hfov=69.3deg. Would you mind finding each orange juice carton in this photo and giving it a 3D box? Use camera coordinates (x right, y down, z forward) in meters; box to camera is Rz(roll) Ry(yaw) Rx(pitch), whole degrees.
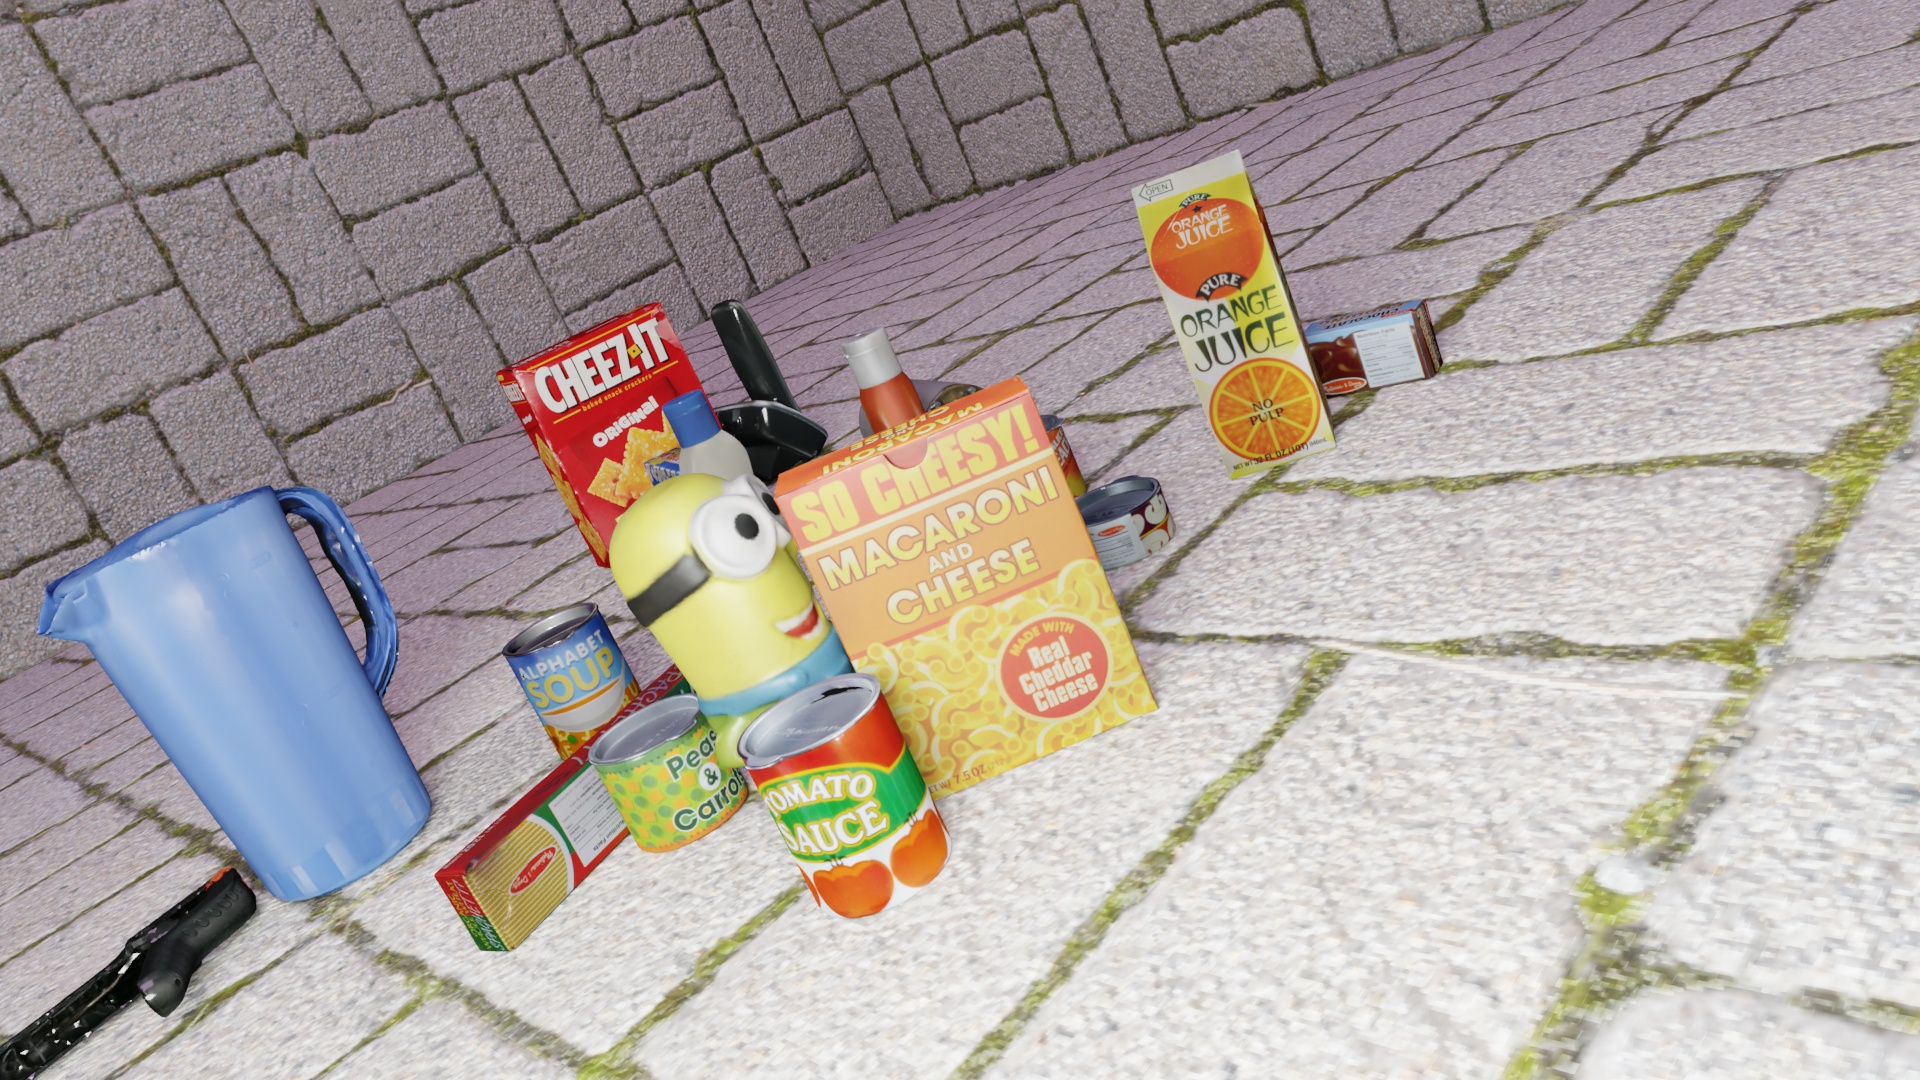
[{"bbox_3d":[0.174,-0.145,0.882,0.072,0.192,0.073,-18,18,18],"label":"orange juice carton"}]

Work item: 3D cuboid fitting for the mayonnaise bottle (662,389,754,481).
[{"bbox_3d":[-0.201,-0.052,1.160,0.065,0.147,0.041,-33,19,-28],"label":"mayonnaise bottle"}]

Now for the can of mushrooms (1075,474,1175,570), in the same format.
[{"bbox_3d":[0.097,-0.012,0.853,0.071,0.033,0.071,-21,17,7],"label":"can of mushrooms"}]

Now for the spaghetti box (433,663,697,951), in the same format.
[{"bbox_3d":[-0.186,0.127,0.777,0.028,0.050,0.251,-12,21,33],"label":"spaghetti box"}]

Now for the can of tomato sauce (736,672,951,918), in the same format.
[{"bbox_3d":[-0.049,0.110,0.598,0.071,0.083,0.071,-21,17,7],"label":"can of tomato sauce"}]

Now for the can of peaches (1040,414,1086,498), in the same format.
[{"bbox_3d":[0.052,-0.050,0.983,0.071,0.058,0.071,-21,17,7],"label":"can of peaches"}]

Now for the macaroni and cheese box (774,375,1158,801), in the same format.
[{"bbox_3d":[0.005,0.025,0.642,0.124,0.166,0.040,-23,17,2],"label":"macaroni and cheese box"}]

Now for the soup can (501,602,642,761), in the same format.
[{"bbox_3d":[-0.247,0.093,0.899,0.071,0.083,0.071,-21,17,7],"label":"soup can"}]

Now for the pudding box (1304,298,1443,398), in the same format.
[{"bbox_3d":[0.278,-0.129,0.944,0.083,0.049,0.030,-9,22,39],"label":"pudding box"}]

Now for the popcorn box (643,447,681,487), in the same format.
[{"bbox_3d":[-0.243,-0.037,1.276,0.038,0.085,0.126,-30,18,-20],"label":"popcorn box"}]

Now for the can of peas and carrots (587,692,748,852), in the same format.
[{"bbox_3d":[-0.152,0.122,0.734,0.071,0.058,0.071,-21,17,7],"label":"can of peas and carrots"}]

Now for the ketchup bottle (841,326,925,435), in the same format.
[{"bbox_3d":[-0.048,-0.092,1.080,0.043,0.148,0.065,-27,17,-12],"label":"ketchup bottle"}]
